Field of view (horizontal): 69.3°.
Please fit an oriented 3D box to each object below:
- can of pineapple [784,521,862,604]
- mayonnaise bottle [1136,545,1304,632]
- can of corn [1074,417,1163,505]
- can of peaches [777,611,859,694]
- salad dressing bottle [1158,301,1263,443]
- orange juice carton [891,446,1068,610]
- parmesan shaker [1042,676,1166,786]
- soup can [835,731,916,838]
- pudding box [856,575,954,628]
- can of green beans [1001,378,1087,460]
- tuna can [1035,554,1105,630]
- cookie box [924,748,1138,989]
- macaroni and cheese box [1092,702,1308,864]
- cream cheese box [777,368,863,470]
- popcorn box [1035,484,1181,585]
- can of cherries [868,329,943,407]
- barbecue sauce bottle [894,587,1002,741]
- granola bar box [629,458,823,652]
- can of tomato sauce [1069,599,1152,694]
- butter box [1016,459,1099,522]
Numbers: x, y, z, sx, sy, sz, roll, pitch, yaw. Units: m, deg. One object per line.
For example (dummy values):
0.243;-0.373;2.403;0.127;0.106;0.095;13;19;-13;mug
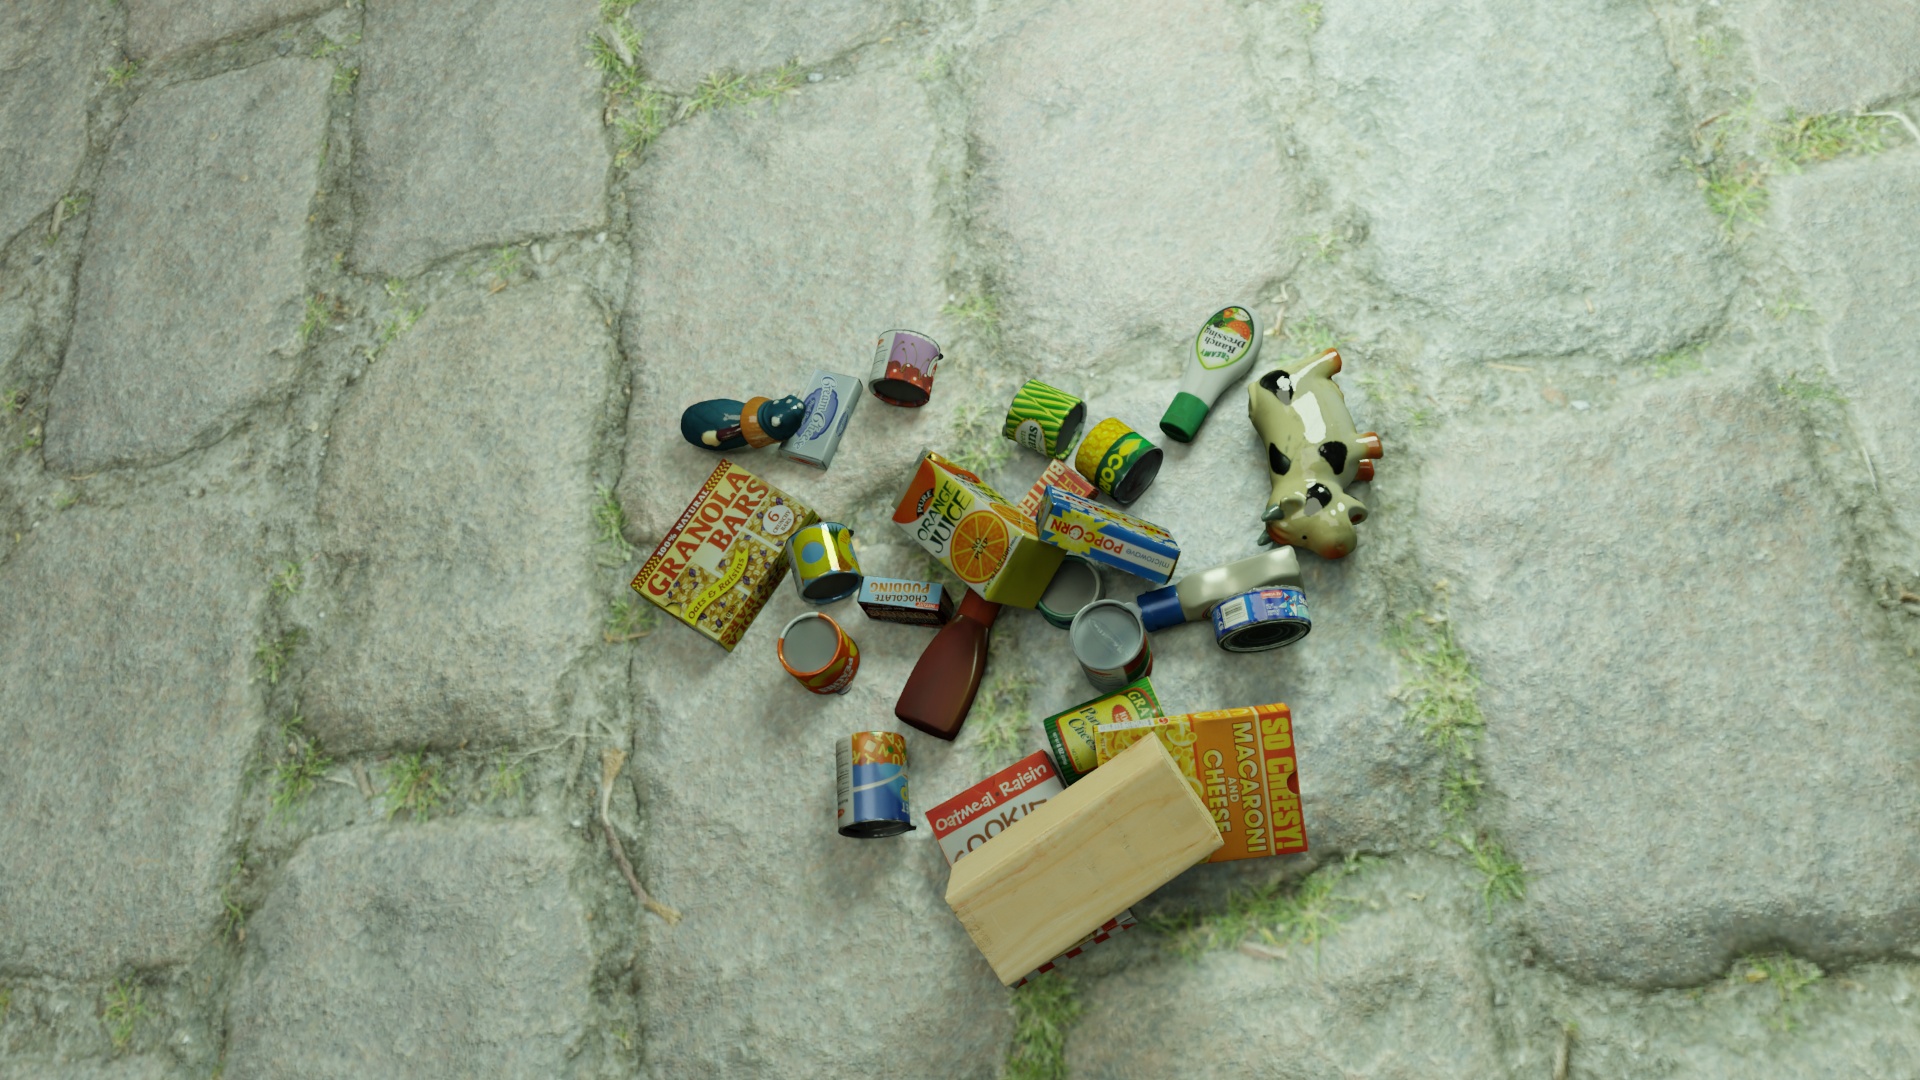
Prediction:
-0.133;0.022;1.369;0.071;0.070;0.058;-21;64;4;can of pineapple
0.237;0.047;1.271;0.148;0.064;0.041;-18;65;10;mayonnaise bottle
0.151;-0.076;1.341;0.058;0.071;0.071;39;81;26;can of corn
-0.135;0.110;1.335;0.071;0.058;0.071;-5;65;12;can of peaches
0.247;-0.165;1.371;0.064;0.044;0.148;26;75;22;salad dressing bottle
0.005;-0.017;1.327;0.193;0.073;0.071;40;106;38;orange juice carton
0.133;0.173;1.236;0.103;0.071;0.071;-23;63;4;parmesan shaker
-0.078;0.223;1.267;0.071;0.071;0.084;-9;65;10;soup can
-0.053;0.060;1.342;0.084;0.049;0.030;6;67;16;pudding box
0.085;-0.120;1.378;0.058;0.071;0.071;27;75;22;can of green beans
0.101;0.049;1.318;0.071;0.032;0.071;-5;65;11;tuna can
0.060;0.285;1.218;0.123;0.040;0.168;-29;63;1;cookie box
0.203;0.211;1.180;0.166;0.040;0.123;-8;93;5;macaroni and cheese box
-0.147;-0.129;1.463;0.053;0.024;0.104;16;71;19;cream cheese box
0.134;-0.006;1.279;0.127;0.085;0.038;20;104;-4;popcorn box
-0.056;-0.177;1.440;0.071;0.071;0.058;5;68;16;can of cherries
-0.004;0.111;1.311;0.065;0.043;0.149;19;72;21;barbecue sauce bottle
-0.238;0.013;1.415;0.124;0.039;0.166;28;76;24;granola bar box
0.139;0.097;1.259;0.071;0.083;0.071;-5;66;12;can of tomato sauce
0.082;-0.024;1.344;0.053;0.024;0.103;42;98;26;butter box
